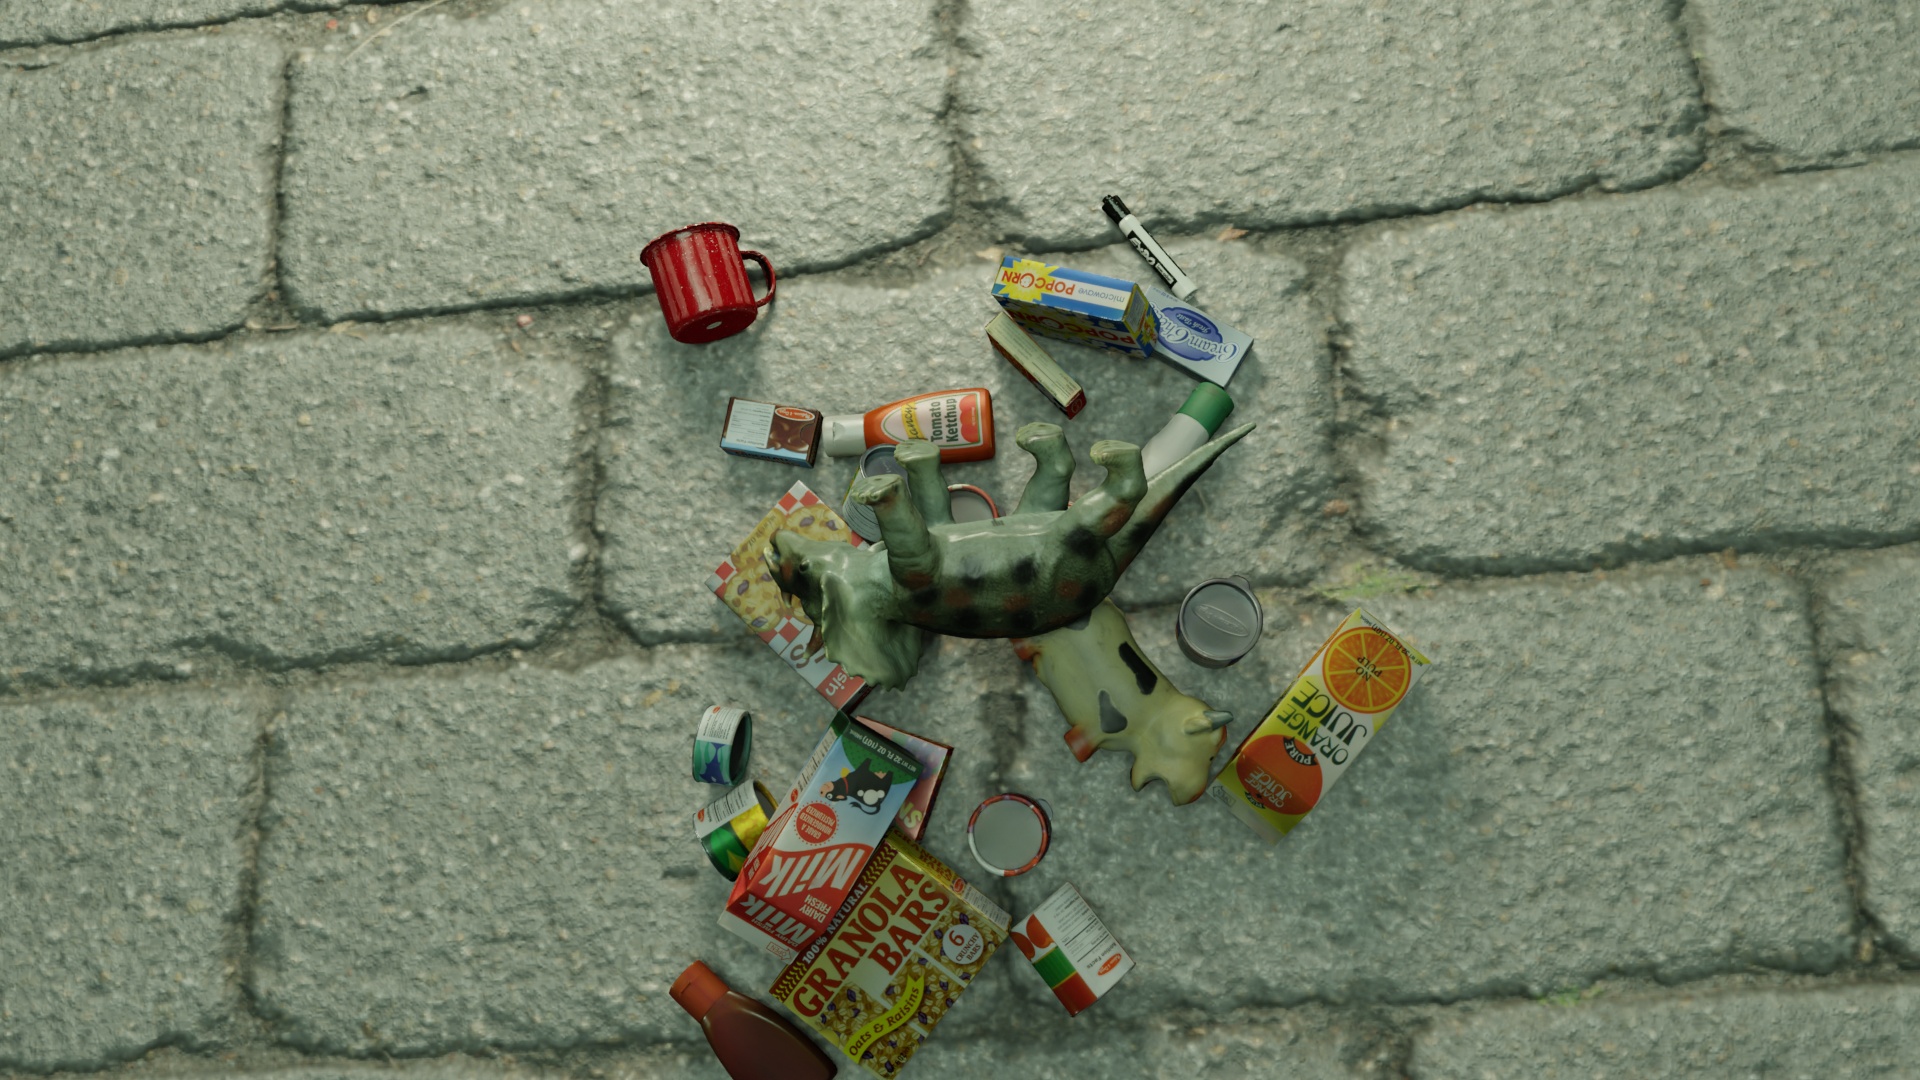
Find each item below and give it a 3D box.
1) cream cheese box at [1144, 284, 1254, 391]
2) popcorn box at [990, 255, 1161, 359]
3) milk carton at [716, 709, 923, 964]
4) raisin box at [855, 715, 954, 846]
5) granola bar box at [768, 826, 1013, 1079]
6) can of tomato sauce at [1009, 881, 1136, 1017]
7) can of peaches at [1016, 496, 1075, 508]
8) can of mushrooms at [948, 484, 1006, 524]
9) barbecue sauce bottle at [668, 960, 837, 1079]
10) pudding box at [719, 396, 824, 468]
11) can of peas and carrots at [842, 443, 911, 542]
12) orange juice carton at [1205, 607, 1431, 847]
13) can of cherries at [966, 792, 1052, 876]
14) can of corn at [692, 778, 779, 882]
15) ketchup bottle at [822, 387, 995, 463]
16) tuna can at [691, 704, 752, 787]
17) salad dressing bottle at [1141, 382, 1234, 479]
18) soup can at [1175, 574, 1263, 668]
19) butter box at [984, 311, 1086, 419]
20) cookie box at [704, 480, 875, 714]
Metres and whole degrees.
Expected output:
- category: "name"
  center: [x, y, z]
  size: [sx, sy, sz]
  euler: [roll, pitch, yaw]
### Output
- category: "cream cheese box"
  center: [0.199, -0.176, 1.217]
  size: [0.104, 0.024, 0.053]
  euler: [30, 86, 11]
- category: "popcorn box"
  center: [0.100, -0.199, 1.187]
  size: [0.127, 0.085, 0.038]
  euler: [17, 83, 25]
- category: "milk carton"
  center: [-0.113, 0.237, 1.100]
  size: [0.072, 0.073, 0.190]
  euler: [33, 84, -10]
- category: "raisin box"
  center: [-0.066, 0.219, 1.166]
  size: [0.086, 0.040, 0.123]
  euler: [18, 83, 10]
- category: "granola bar box"
  center: [-0.057, 0.334, 1.116]
  size: [0.124, 0.039, 0.165]
  euler: [37, 99, 4]
- category: "can of tomato sauce"
  center: [0.088, 0.328, 1.114]
  size: [0.071, 0.071, 0.083]
  euler: [-39, 77, -1]
- category: "can of peaches"
  center: [0.074, -0.008, 1.177]
  size: [0.058, 0.071, 0.071]
  euler: [21, 83, 11]
- category: "can of mushrooms"
  center: [0.004, -0.015, 1.204]
  size: [0.071, 0.033, 0.071]
  euler: [-1, 79, 7]
- category: "barbecue sauce bottle"
  center: [-0.174, 0.408, 1.140]
  size: [0.149, 0.043, 0.065]
  euler: [39, 86, 12]
- category: "pudding box"
  center: [-0.168, -0.096, 1.241]
  size: [0.084, 0.030, 0.050]
  euler: [9, 80, 8]
- category: "can of peas and carrots"
  center: [-0.061, -0.041, 1.192]
  size: [0.071, 0.058, 0.071]
  euler: [14, 47, -15]
- category: "orange juice carton"
  center: [0.286, 0.151, 1.120]
  size: [0.072, 0.073, 0.193]
  euler: [40, 87, 11]
- category: "can of cherries"
  center: [0.042, 0.238, 1.139]
  size: [0.071, 0.058, 0.071]
  euler: [-1, 80, 7]
- category: "can of corn"
  center: [-0.180, 0.243, 1.162]
  size: [0.058, 0.071, 0.071]
  euler: [-32, 78, 0]
- category: "ketchup bottle"
  center: [-0.045, -0.097, 1.220]
  size: [0.149, 0.043, 0.065]
  euler: [-4, 76, 6]
- category: "tuna can"
  center: [-0.201, 0.176, 1.177]
  size: [0.033, 0.071, 0.071]
  euler: [8, 81, 7]
- category: "salad dressing bottle"
  center: [0.177, -0.070, 1.183]
  size: [0.044, 0.064, 0.148]
  euler: [39, 78, 1]
- category: "soup can"
  center: [0.212, 0.067, 1.139]
  size: [0.071, 0.083, 0.071]
  euler: [-1, 80, 6]
- category: "butter box"
  center: [0.066, -0.153, 1.213]
  size: [0.024, 0.053, 0.103]
  euler: [-45, 77, 1]
- category: "cookie box"
  center: [-0.118, 0.050, 1.203]
  size: [0.167, 0.040, 0.123]
  euler: [42, 87, 13]
